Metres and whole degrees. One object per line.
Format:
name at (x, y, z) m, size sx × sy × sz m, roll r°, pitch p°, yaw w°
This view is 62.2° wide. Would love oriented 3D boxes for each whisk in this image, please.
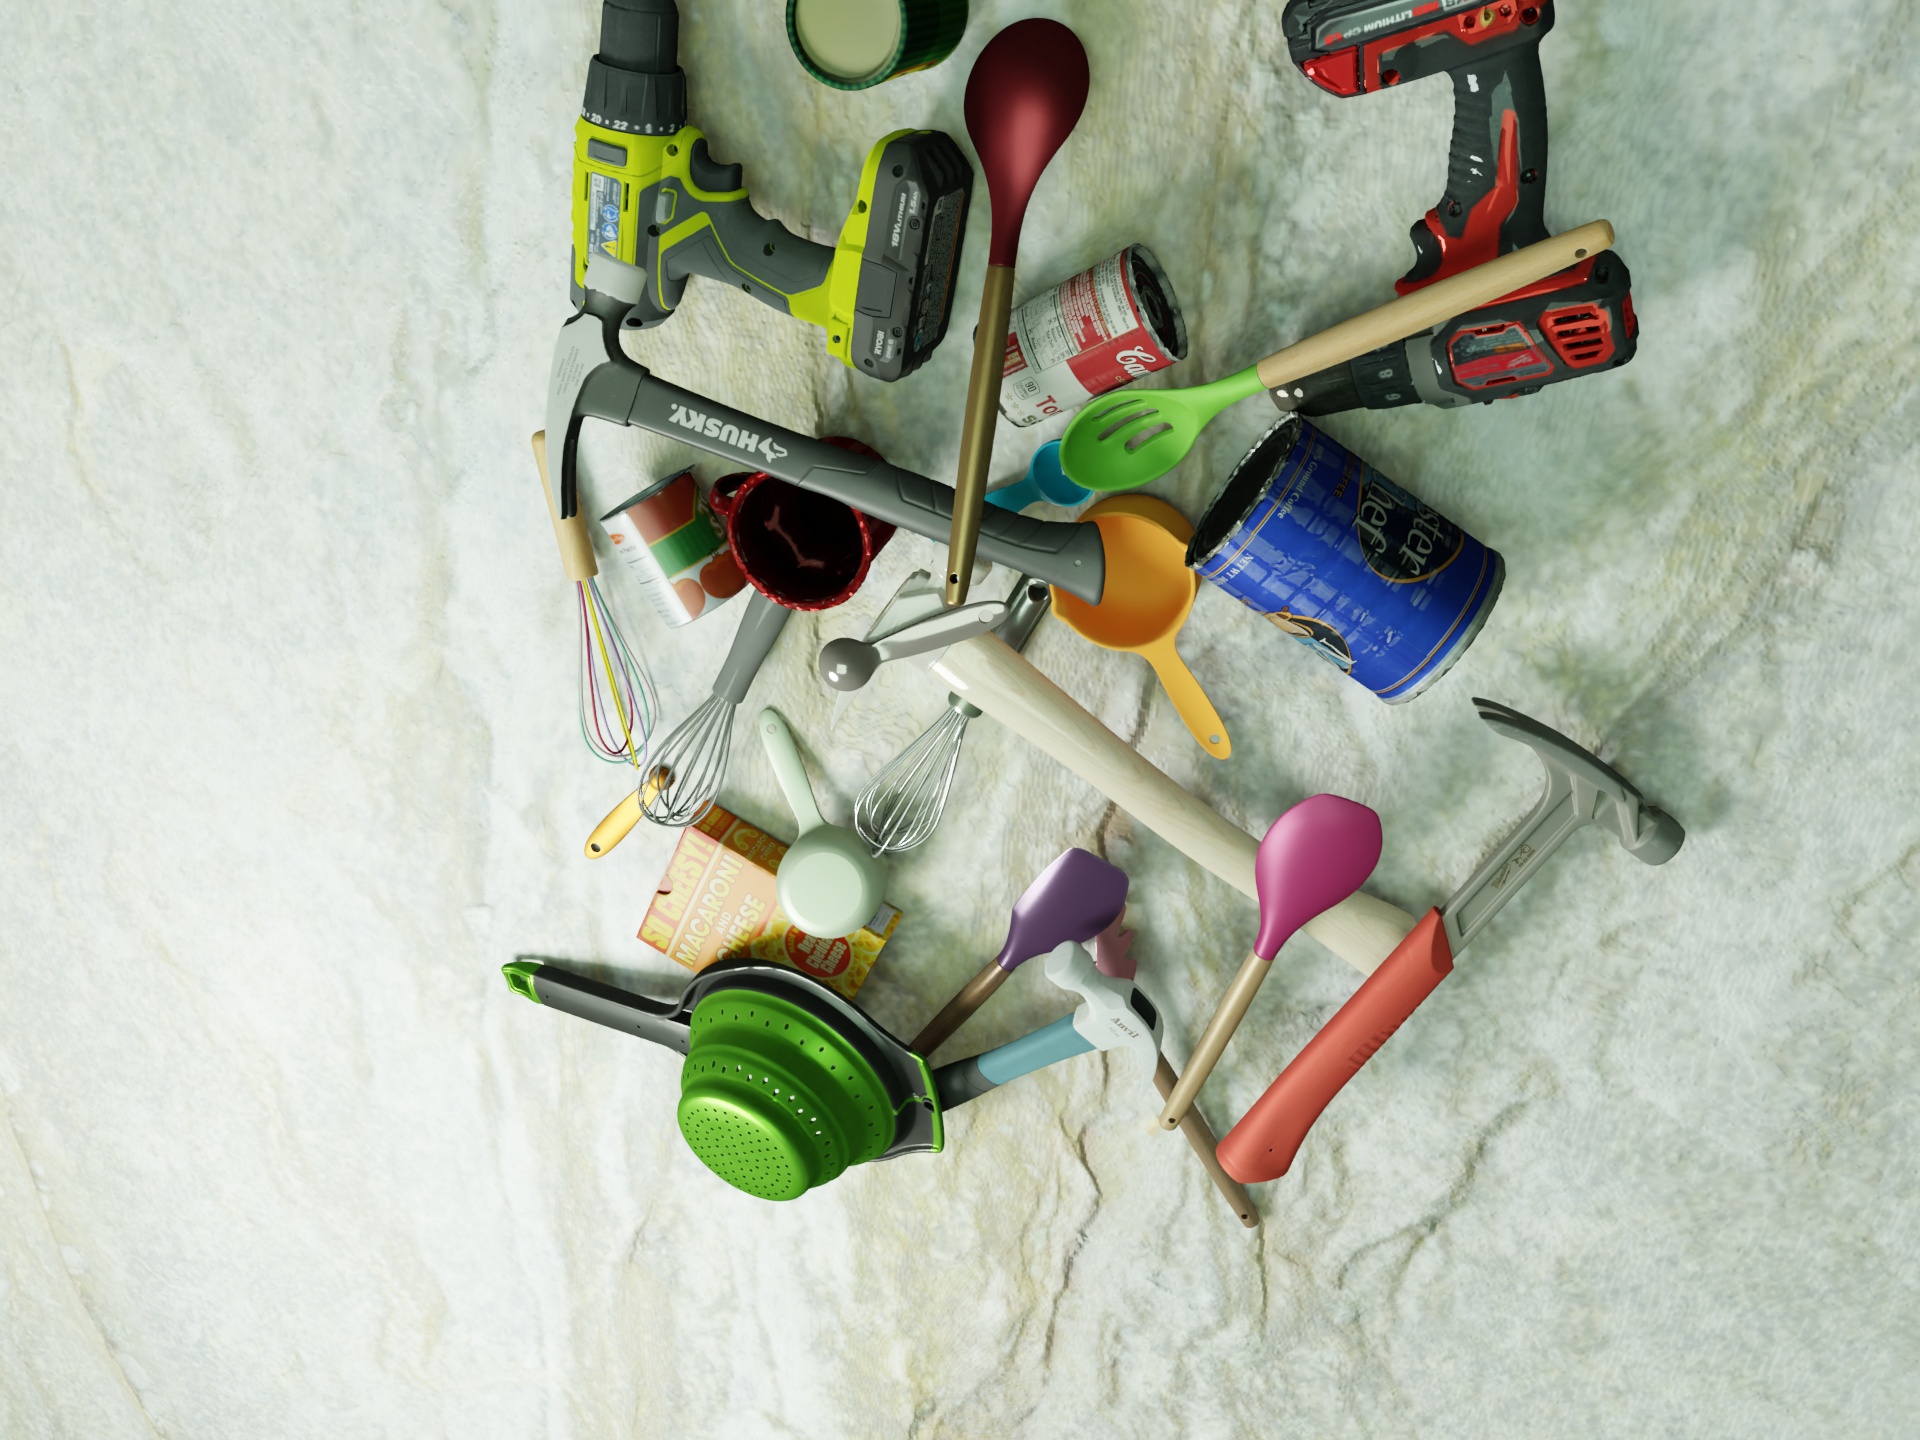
whisk at (-0.159, -0.021, 1.075) m, size 0.055 × 0.055 × 0.239 m, roll 31°, pitch 113°, yaw 1°
whisk at (-0.255, -0.078, 1.089) m, size 0.051 × 0.047 × 0.244 m, roll -6°, pitch 110°, yaw 13°
whisk at (-0.002, -0.003, 1.036) m, size 0.057 × 0.059 × 0.246 m, roll 26°, pitch 118°, yaw -10°

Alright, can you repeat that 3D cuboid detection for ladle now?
ladle at (0.018, -0.218, 0.859) m, size 0.069 × 0.031 × 0.315 m, roll 11°, pitch 100°, yaw 20°

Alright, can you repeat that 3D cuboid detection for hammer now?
hammer at (0.012, 0.253, 1.142) m, size 0.128 × 0.033 × 0.331 m, roll 40°, pitch 133°, yaw -19°
hammer at (-0.073, -0.135, 0.901) m, size 0.334 × 0.035 × 0.146 m, roll 21°, pitch 100°, yaw -3°
hammer at (0.270, 0.156, 0.990) m, size 0.149 × 0.037 × 0.359 m, roll 32°, pitch 113°, yaw -9°
hammer at (0.115, 0.054, 1.003) m, size 0.410 × 0.038 × 0.146 m, roll 35°, pitch 113°, yaw -8°

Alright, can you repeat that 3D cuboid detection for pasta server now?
pasta server at (0.142, 0.241, 1.129) m, size 0.060 × 0.040 × 0.316 m, roll -20°, pitch 113°, yaw 27°

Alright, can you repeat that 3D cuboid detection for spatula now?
spatula at (0.022, 0.182, 1.111) m, size 0.059 × 0.018 × 0.315 m, roll 30°, pitch 133°, yaw -9°

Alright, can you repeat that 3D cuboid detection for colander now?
colander at (-0.208, 0.262, 1.183) m, size 0.397 × 0.094 × 0.204 m, roll 11°, pitch 130°, yaw 26°

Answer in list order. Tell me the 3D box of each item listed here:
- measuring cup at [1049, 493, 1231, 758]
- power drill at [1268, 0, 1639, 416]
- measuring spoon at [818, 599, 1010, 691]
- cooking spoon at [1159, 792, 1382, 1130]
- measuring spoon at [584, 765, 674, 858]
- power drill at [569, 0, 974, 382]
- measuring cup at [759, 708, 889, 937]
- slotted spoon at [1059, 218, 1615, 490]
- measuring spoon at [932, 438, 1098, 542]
measuring cup at (0.123, -0.057, 0.961) m, size 0.095 × 0.052 × 0.173 m, roll -24°, pitch 109°, yaw 28°
power drill at (0.226, -0.263, 0.802) m, size 0.188 × 0.080 × 0.226 m, roll -7°, pitch 119°, yaw 30°
measuring spoon at (-0.029, -0.045, 0.946) m, size 0.124 × 0.018 × 0.034 m, roll -19°, pitch 111°, yaw 15°
cooking spoon at (0.187, 0.167, 1.027) m, size 0.069 × 0.017 × 0.318 m, roll 19°, pitch 128°, yaw 0°
measuring spoon at (-0.249, 0.072, 1.181) m, size 0.021 × 0.011 × 0.117 m, roll 43°, pitch 122°, yaw -6°
power drill at (-0.115, -0.300, 0.900) m, size 0.228 × 0.080 × 0.190 m, roll 19°, pitch 122°, yaw 12°
measuring cup at (-0.107, 0.072, 1.096) m, size 0.083 × 0.038 × 0.167 m, roll -21°, pitch 95°, yaw 7°
slotted spoon at (0.181, -0.187, 0.824) m, size 0.314 × 0.031 × 0.070 m, roll -17°, pitch 141°, yaw 39°
measuring spoon at (0.032, -0.138, 0.973) m, size 0.128 × 0.021 × 0.042 m, roll -21°, pitch 109°, yaw 37°
